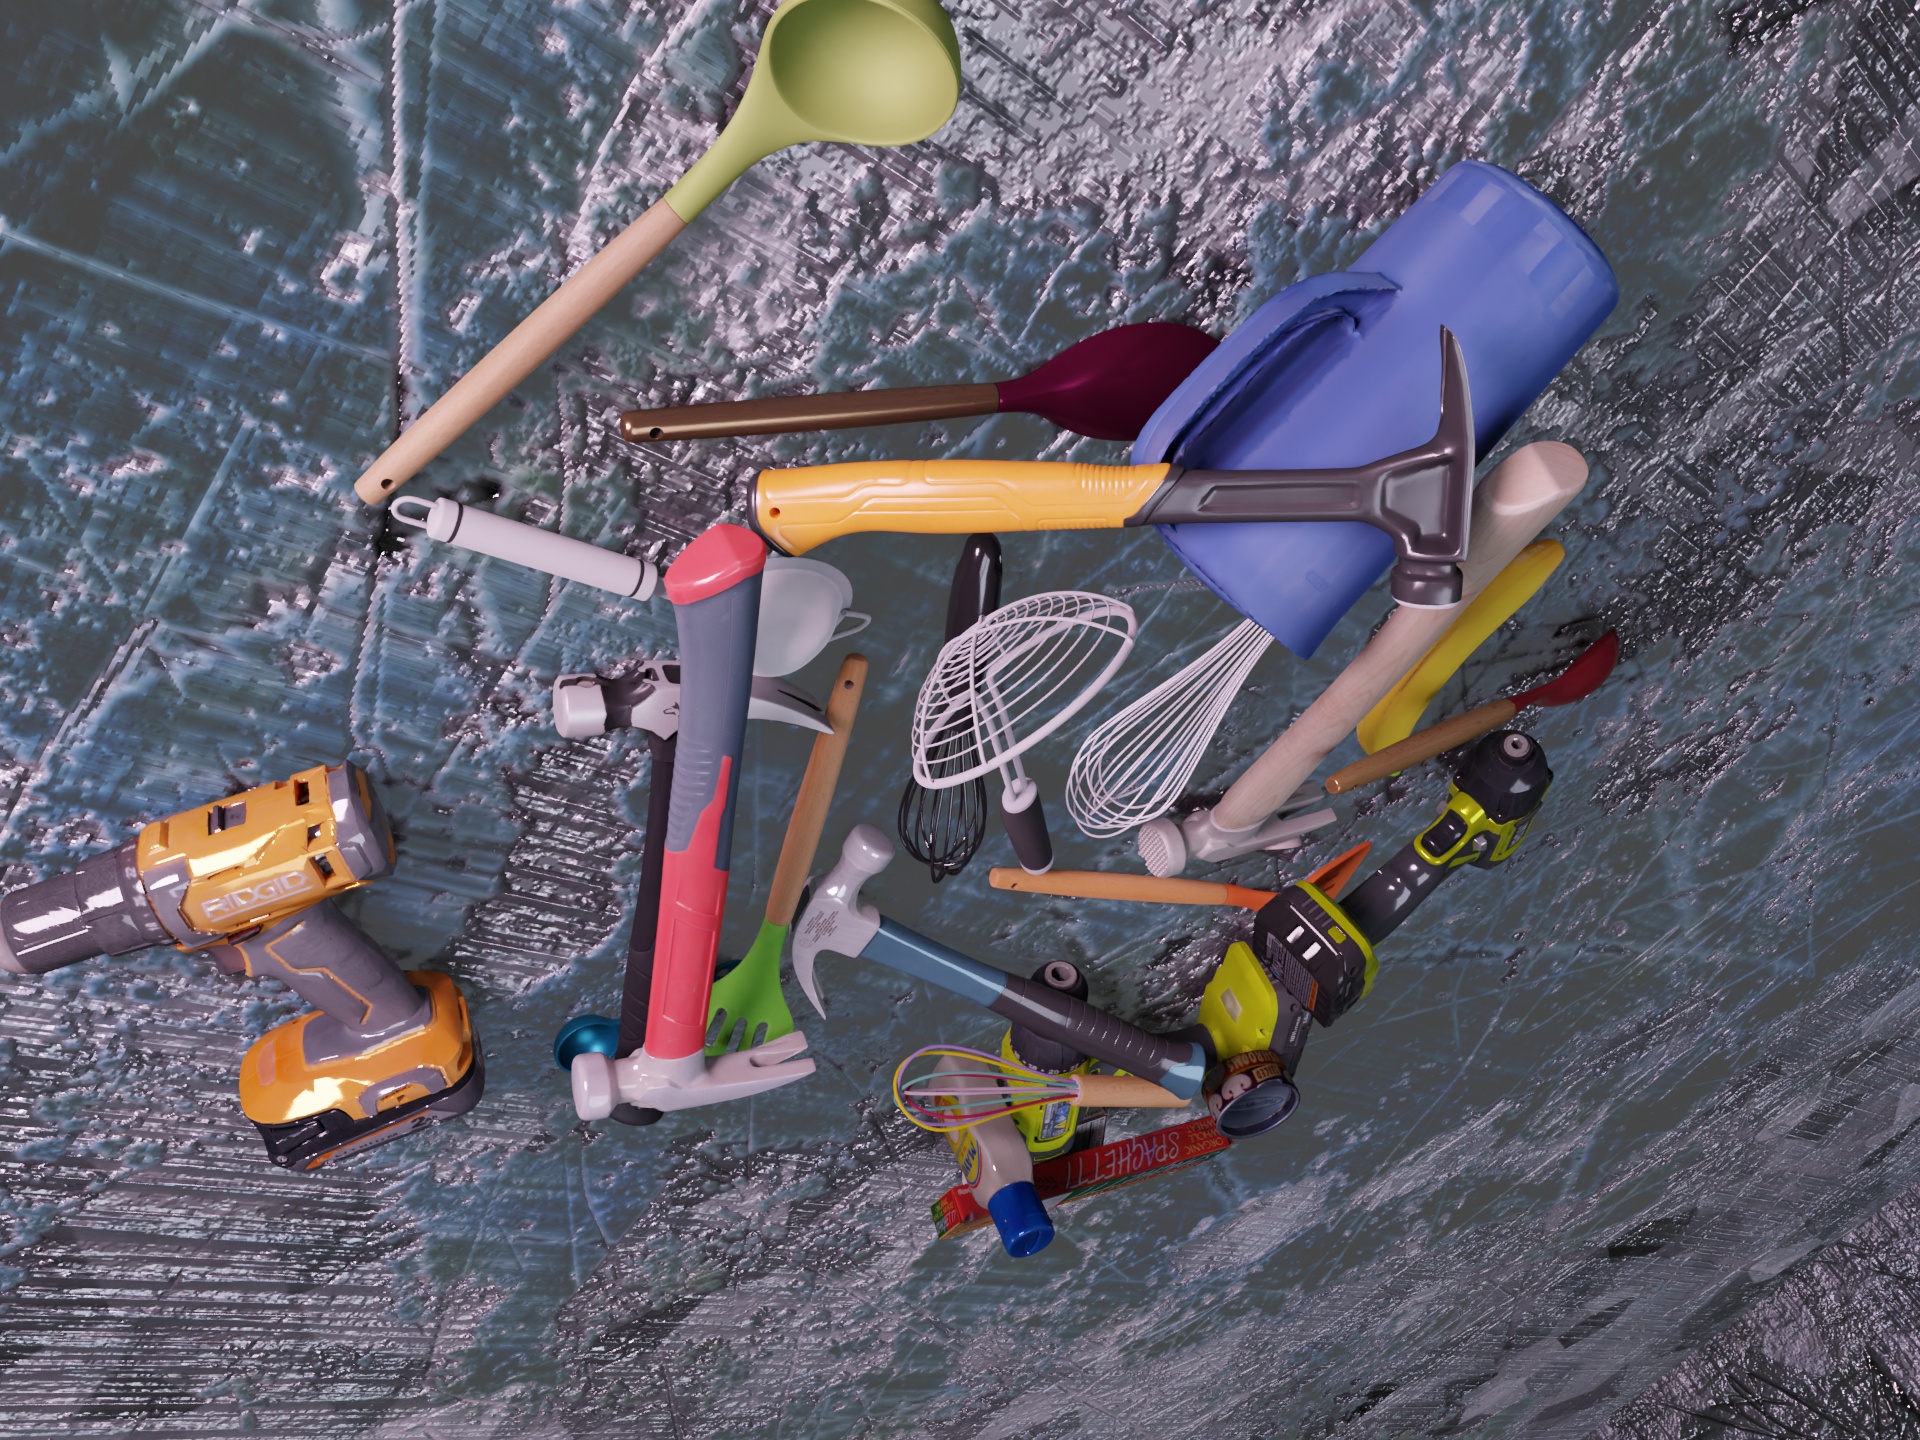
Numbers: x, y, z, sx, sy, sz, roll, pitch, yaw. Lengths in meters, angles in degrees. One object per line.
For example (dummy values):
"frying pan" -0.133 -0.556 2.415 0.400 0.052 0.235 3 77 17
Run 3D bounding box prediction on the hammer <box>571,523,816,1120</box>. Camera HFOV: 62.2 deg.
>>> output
"hammer" -0.124 0.069 0.839 0.143 0.038 0.386 -5 130 -24

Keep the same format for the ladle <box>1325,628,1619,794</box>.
"ladle" 0.337 -0.002 1.024 0.315 0.031 0.069 -19 154 -37

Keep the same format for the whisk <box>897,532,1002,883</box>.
"whisk" 0.000 -0.003 0.906 0.055 0.055 0.238 -8 128 -22

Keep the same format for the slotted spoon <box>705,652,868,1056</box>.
"slotted spoon" -0.104 0.096 0.938 0.070 0.031 0.313 18 118 -4

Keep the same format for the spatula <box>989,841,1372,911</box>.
"spatula" 0.160 0.114 1.117 0.322 0.041 0.081 7 127 -28

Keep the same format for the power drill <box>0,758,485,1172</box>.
"power drill" -0.361 0.135 0.817 0.185 0.084 0.226 -19 132 -11

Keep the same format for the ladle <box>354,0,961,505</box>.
"ladle" -0.134 -0.186 0.653 0.320 0.062 0.078 -38 136 12

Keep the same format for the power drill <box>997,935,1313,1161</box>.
"power drill" 0.138 0.231 1.175 0.228 0.080 0.190 -10 134 -17

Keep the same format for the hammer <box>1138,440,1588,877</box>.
"hammer" 0.238 -0.021 0.918 0.146 0.038 0.410 -14 155 -24

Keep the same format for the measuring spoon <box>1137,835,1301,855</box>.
"measuring spoon" 0.179 0.082 1.098 0.124 0.034 0.018 -3 91 -20

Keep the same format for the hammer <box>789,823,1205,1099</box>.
"hammer" 0.034 0.180 1.043 0.330 0.033 0.128 28 115 -25

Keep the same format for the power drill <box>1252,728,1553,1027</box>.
"power drill" 0.310 0.101 1.098 0.223 0.080 0.171 -39 156 -9

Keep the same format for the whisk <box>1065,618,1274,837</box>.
"whisk" 0.165 -0.038 0.951 0.284 0.070 0.070 -49 134 12

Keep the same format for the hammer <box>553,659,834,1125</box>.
"hammer" -0.167 0.111 0.912 0.146 0.035 0.334 -4 127 -25

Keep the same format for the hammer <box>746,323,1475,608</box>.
"hammer" 0.065 -0.112 0.742 0.337 0.034 0.127 -1 113 8

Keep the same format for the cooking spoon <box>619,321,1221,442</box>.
"cooking spoon" -0.007 -0.155 0.776 0.318 0.017 0.068 -9 133 -22

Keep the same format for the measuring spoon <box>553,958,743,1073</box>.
"measuring spoon" -0.195 0.177 0.993 0.128 0.021 0.042 -27 135 -16

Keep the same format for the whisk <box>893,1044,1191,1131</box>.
"whisk" 0.060 0.257 1.089 0.244 0.047 0.051 9 121 -30

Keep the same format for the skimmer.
"skimmer" 0.045 0.038 0.859 0.127 0.090 0.363 -42 157 -10

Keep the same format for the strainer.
"strainer" -0.149 -0.064 0.773 0.258 0.050 0.087 16 135 -34
